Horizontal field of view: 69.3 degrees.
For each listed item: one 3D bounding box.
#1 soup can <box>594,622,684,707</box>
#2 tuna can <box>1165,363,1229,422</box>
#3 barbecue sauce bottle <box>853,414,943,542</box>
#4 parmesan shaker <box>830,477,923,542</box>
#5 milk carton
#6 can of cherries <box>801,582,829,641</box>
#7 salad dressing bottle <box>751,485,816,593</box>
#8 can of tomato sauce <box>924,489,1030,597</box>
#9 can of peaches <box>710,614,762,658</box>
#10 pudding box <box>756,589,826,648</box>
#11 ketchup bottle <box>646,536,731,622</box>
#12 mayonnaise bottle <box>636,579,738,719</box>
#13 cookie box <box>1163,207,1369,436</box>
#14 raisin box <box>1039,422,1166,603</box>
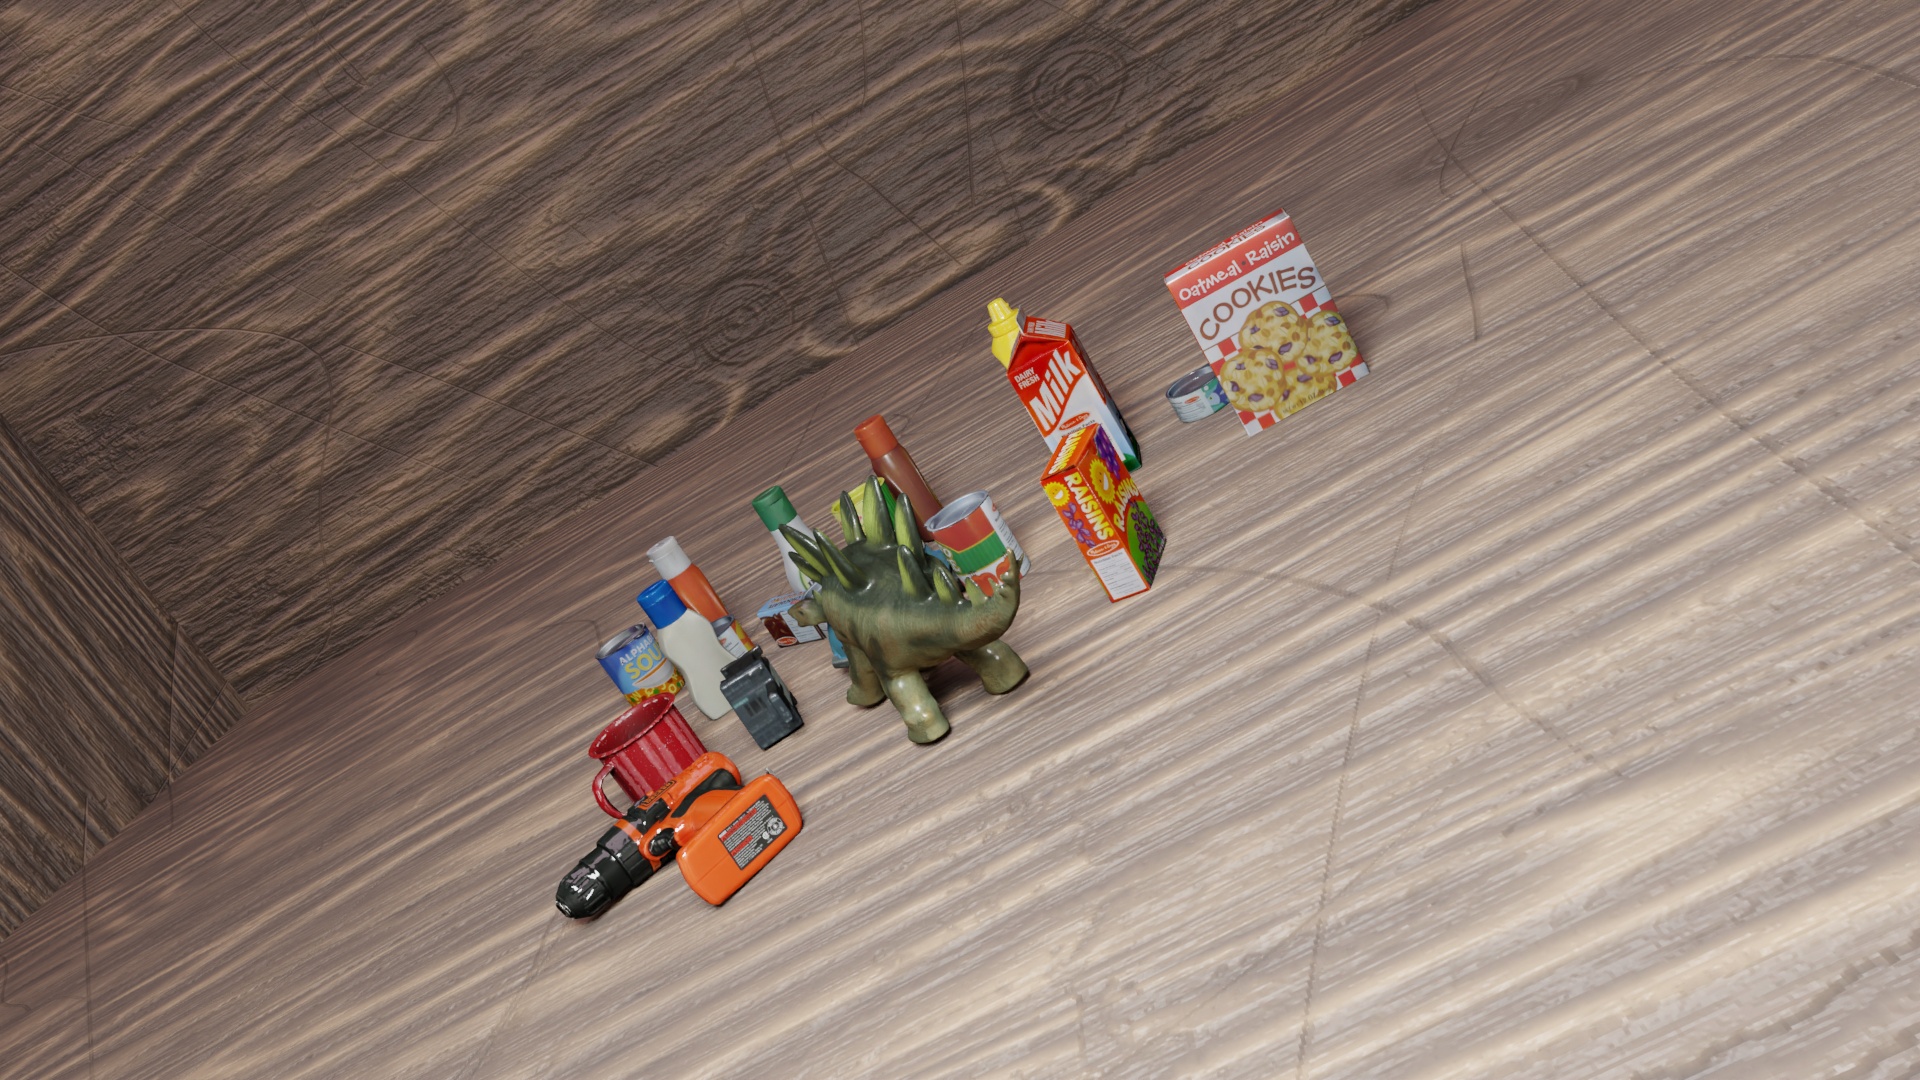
[{"bbox_3d":[-0.361,0.145,1.575,0.071,0.083,0.071,-29,17,10],"label":"soup can"},{"bbox_3d":[0.249,-0.153,1.427,0.071,0.032,0.071,-29,17,10],"label":"tuna can"},{"bbox_3d":[-0.065,-0.069,1.545,0.044,0.148,0.065,-36,17,-13],"label":"barbecue sauce bottle"},{"bbox_3d":[-0.085,-0.006,1.480,0.071,0.103,0.071,-29,17,10],"label":"parmesan shaker"},{"bbox_3d":[0.105,-0.147,1.392,0.073,0.190,0.072,-28,17,15],"label":"milk carton"},{"bbox_3d":[-0.117,0.065,1.414,0.071,0.058,0.072,-29,17,10],"label":"can of cherries"},{"bbox_3d":[-0.174,0.010,1.516,0.064,0.147,0.044,-40,18,-24],"label":"salad dressing bottle"},{"bbox_3d":[0.016,0.006,1.305,0.071,0.083,0.071,-29,17,10],"label":"can of tomato sauce"},{"bbox_3d":[-0.257,0.122,1.501,0.071,0.058,0.071,-29,17,10],"label":"can of peaches"},{"bbox_3d":[-0.173,0.083,1.479,0.083,0.049,0.030,-15,24,45],"label":"pudding box"},{"bbox_3d":[-0.301,0.065,1.582,0.044,0.148,0.064,-39,18,-21],"label":"ketchup bottle"},{"bbox_3d":[-0.272,0.108,1.411,0.065,0.147,0.041,-37,17,-17],"label":"mayonnaise bottle"},{"bbox_3d":[0.279,-0.198,1.269,0.123,0.167,0.040,-28,17,13],"label":"cookie box"},{"bbox_3d":[0.118,-0.024,1.137,0.040,0.123,0.086,-23,19,29],"label":"raisin box"}]
